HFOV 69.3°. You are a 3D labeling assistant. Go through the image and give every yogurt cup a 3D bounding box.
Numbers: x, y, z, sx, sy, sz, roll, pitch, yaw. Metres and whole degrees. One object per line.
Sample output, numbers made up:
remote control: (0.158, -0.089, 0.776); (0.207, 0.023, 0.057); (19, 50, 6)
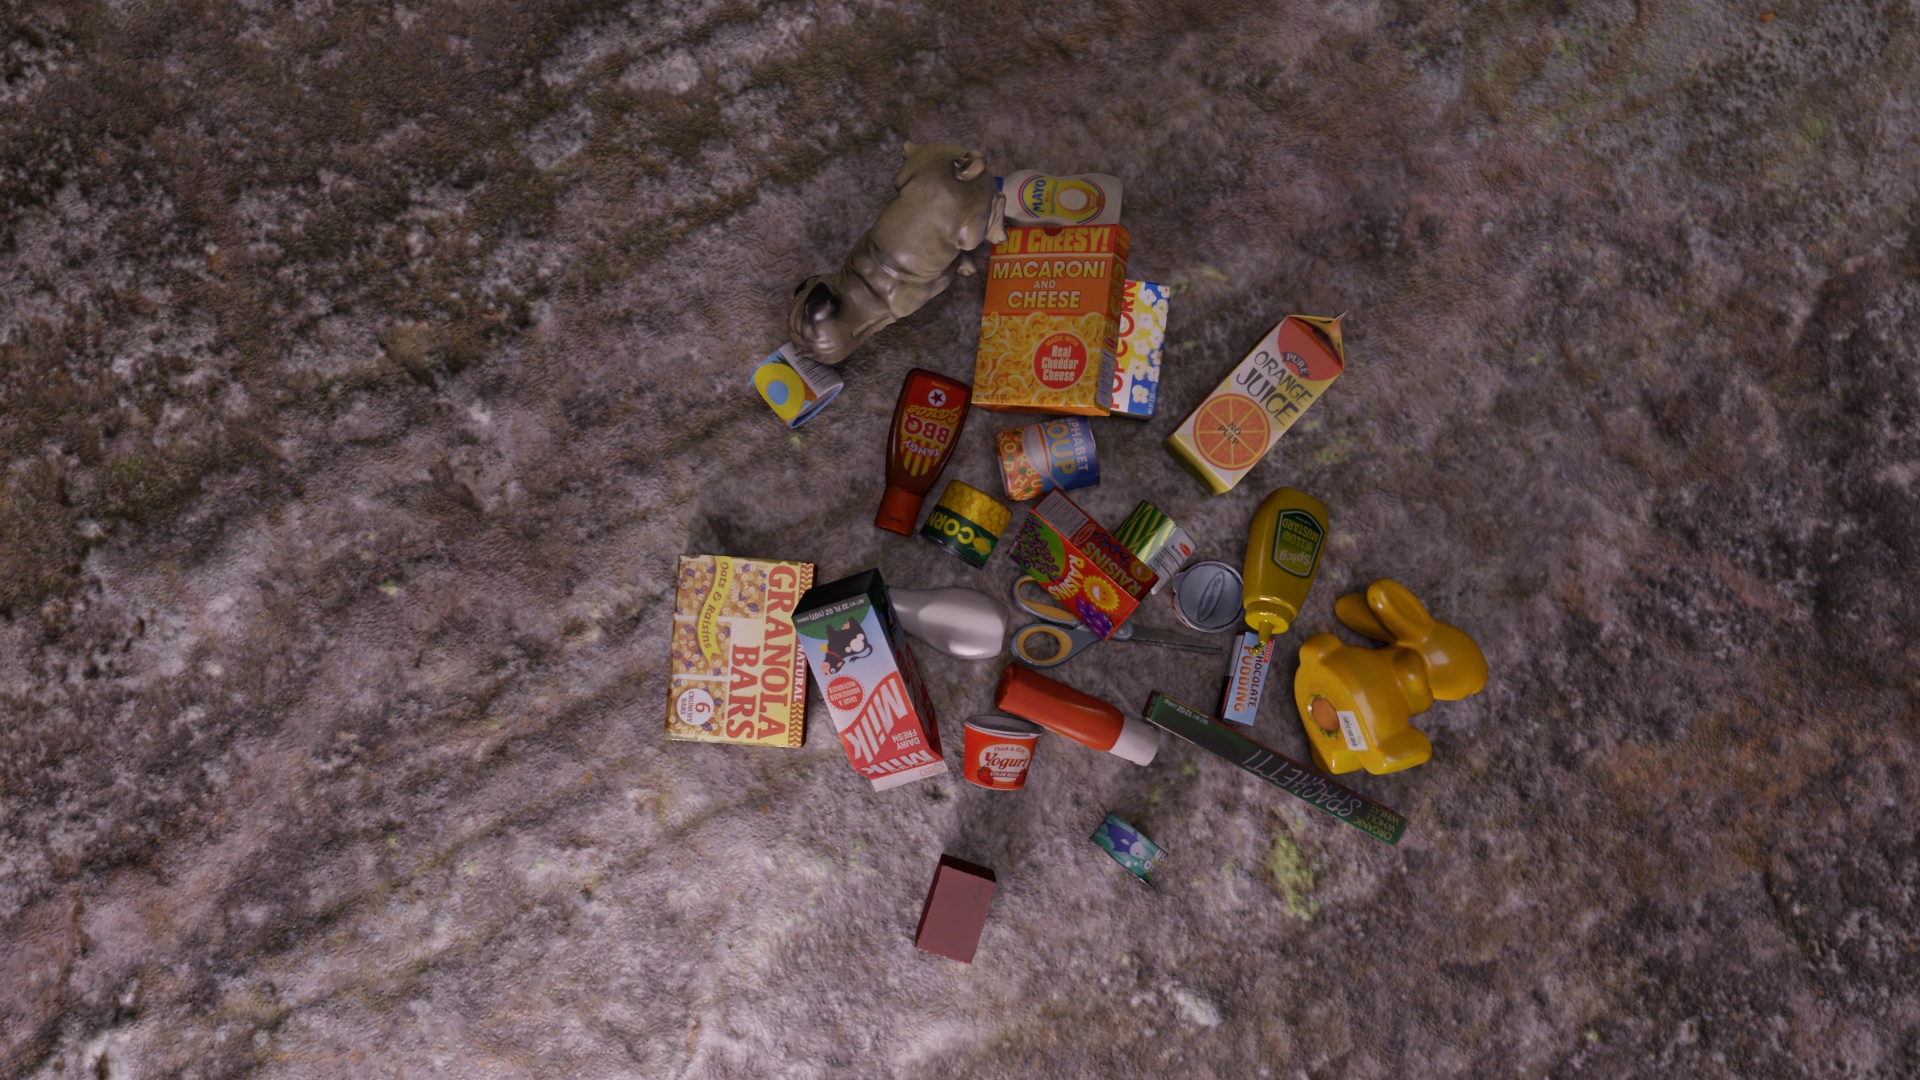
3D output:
yogurt cup: (0.033, 0.189, 1.237); (0.072, 0.072, 0.054); (8, 94, -1)

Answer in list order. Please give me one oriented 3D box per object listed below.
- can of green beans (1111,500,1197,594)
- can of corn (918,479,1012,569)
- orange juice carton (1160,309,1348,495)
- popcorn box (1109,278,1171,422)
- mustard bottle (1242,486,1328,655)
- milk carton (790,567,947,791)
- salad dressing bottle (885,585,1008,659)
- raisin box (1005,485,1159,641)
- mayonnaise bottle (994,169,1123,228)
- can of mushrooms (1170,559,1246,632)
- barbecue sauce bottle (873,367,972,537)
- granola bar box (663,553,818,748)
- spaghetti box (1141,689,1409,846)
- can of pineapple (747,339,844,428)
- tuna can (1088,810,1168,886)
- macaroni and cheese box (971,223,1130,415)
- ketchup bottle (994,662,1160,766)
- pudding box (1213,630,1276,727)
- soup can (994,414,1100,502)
can of green beans: (0.170, 0.007, 1.252); (0.071, 0.071, 0.058); (42, 87, 1)
can of corn: (0.004, -0.016, 1.246); (0.071, 0.071, 0.058); (30, 85, 0)
orange juice carton: (0.277, -0.135, 1.263); (0.073, 0.072, 0.193); (44, 86, 1)
popcorn box: (0.142, -0.177, 1.278); (0.085, 0.038, 0.126); (8, 86, 0)
mustard bottle: (0.284, 0.031, 1.239); (0.065, 0.048, 0.161); (23, 64, -9)
milk carton: (-0.075, 0.129, 1.213); (0.072, 0.074, 0.190); (-18, 104, 9)
salad dressing bottle: (-0.032, 0.066, 1.253); (0.148, 0.044, 0.064); (13, 92, 1)
raisin box: (0.106, 0.022, 1.229); (0.123, 0.085, 0.040); (42, 58, 9)
mayonnaise bottle: (0.073, -0.312, 1.284); (0.148, 0.041, 0.065); (7, 85, -2)
can of mushrooms: (0.224, 0.050, 1.267); (0.071, 0.033, 0.071); (0, 87, -2)
barbecue sauce bottle: (-0.039, -0.078, 1.263); (0.065, 0.043, 0.148); (18, 86, -8)
granola bar box: (-0.196, 0.098, 1.247); (0.124, 0.039, 0.165); (4, 86, -1)
spaghetti box: (0.281, 0.204, 1.249); (0.250, 0.050, 0.028); (27, 88, 0)
can of pineapple: (-0.149, -0.142, 1.254); (0.071, 0.071, 0.058); (-40, 88, -4)
tuna can: (0.151, 0.273, 1.230); (0.071, 0.071, 0.033); (37, 86, 1)
macaroni and cheese box: (0.081, -0.198, 1.248); (0.123, 0.040, 0.166); (4, 84, 28)
ketchup bottle: (0.105, 0.157, 1.243); (0.149, 0.065, 0.043); (23, 95, -7)
pudding box: (0.256, 0.125, 1.254); (0.030, 0.049, 0.084); (16, 85, 1)
soup can: (0.078, -0.075, 1.252); (0.084, 0.071, 0.071); (-12, 87, -2)
